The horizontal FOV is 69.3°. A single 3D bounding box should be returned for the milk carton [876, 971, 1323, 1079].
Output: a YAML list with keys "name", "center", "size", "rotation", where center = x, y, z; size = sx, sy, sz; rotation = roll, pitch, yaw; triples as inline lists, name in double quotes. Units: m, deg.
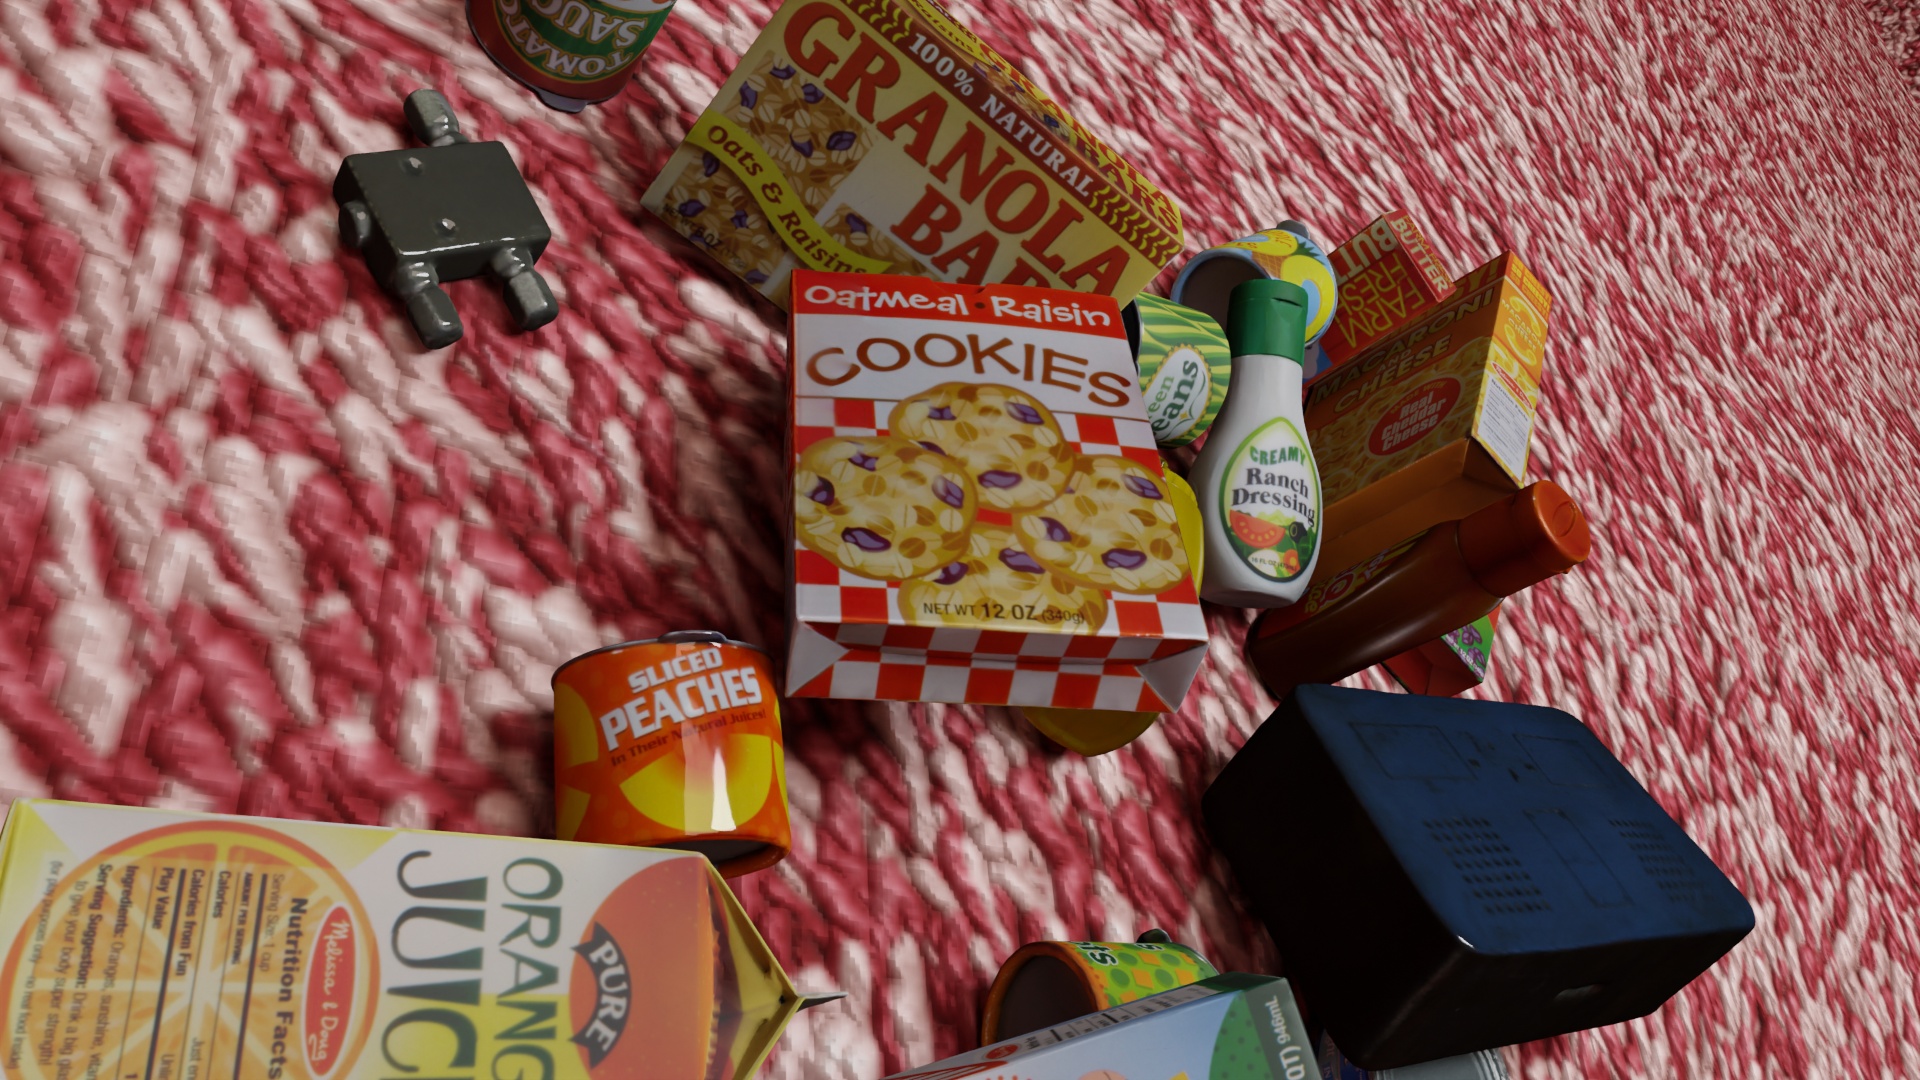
- name: "milk carton"
  center: [0.001, 0.177, 0.366]
  size: [0.191, 0.073, 0.072]
  rotation: [-15, 74, -4]

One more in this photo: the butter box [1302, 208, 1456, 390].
- name: "butter box"
  center: [0.199, -0.122, 0.722]
  size: [0.024, 0.103, 0.053]
  rotation: [-26, 84, -45]

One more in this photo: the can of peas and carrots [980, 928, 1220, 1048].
- name: "can of peas and carrots"
  center: [0.048, 0.162, 0.453]
  size: [0.059, 0.070, 0.071]
  rotation: [12, 58, -33]

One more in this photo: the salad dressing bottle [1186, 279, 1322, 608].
- name: "salad dressing bottle"
  center: [0.136, -0.045, 0.634]
  size: [0.064, 0.044, 0.148]
  rotation: [11, 77, -19]

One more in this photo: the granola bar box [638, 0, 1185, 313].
- name: "granola bar box"
  center: [-0.017, -0.128, 0.531]
  size: [0.165, 0.123, 0.039]
  rotation: [36, 31, -18]

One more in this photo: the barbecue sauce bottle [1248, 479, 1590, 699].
- name: "barbecue sauce bottle"
  center: [0.196, 0.022, 0.601]
  size: [0.065, 0.148, 0.043]
  rotation: [-35, 90, -45]

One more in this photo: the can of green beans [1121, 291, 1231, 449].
- name: "can of green beans"
  center: [0.078, -0.078, 0.623]
  size: [0.058, 0.071, 0.071]
  rotation: [12, 58, -35]

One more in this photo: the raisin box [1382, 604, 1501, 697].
- name: "raisin box"
  center: [0.240, 0.012, 0.722]
  size: [0.086, 0.040, 0.124]
  rotation: [44, 47, -9]

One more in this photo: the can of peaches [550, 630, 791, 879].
- name: "can of peaches"
  center: [-0.083, 0.065, 0.401]
  size: [0.071, 0.071, 0.058]
  rotation: [10, 61, -36]

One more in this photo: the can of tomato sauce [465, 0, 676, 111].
- name: "can of tomato sauce"
  center: [-0.137, -0.214, 0.515]
  size: [0.071, 0.082, 0.071]
  rotation: [20, 53, -30]

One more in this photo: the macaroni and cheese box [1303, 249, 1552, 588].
- name: "macaroni and cheese box"
  center: [0.223, -0.061, 0.691]
  size: [0.040, 0.123, 0.167]
  rotation: [45, 45, -14]

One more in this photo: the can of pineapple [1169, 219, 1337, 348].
- name: "can of pineapple"
  center: [0.148, -0.123, 0.707]
  size: [0.058, 0.070, 0.071]
  rotation: [-26, 83, -45]

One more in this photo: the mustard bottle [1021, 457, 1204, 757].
- name: "mustard bottle"
  center: [0.070, 0.013, 0.565]
  size: [0.049, 0.065, 0.161]
  rotation: [37, 43, -11]

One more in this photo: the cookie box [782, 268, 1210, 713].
- name: "cookie box"
  center: [0.004, -0.023, 0.463]
  size: [0.123, 0.040, 0.168]
  rotation: [3, 46, -11]

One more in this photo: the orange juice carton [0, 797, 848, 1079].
- name: "orange juice carton"
  center: [-0.126, 0.114, 0.335]
  size: [0.193, 0.071, 0.073]
  rotation: [13, 57, -33]
